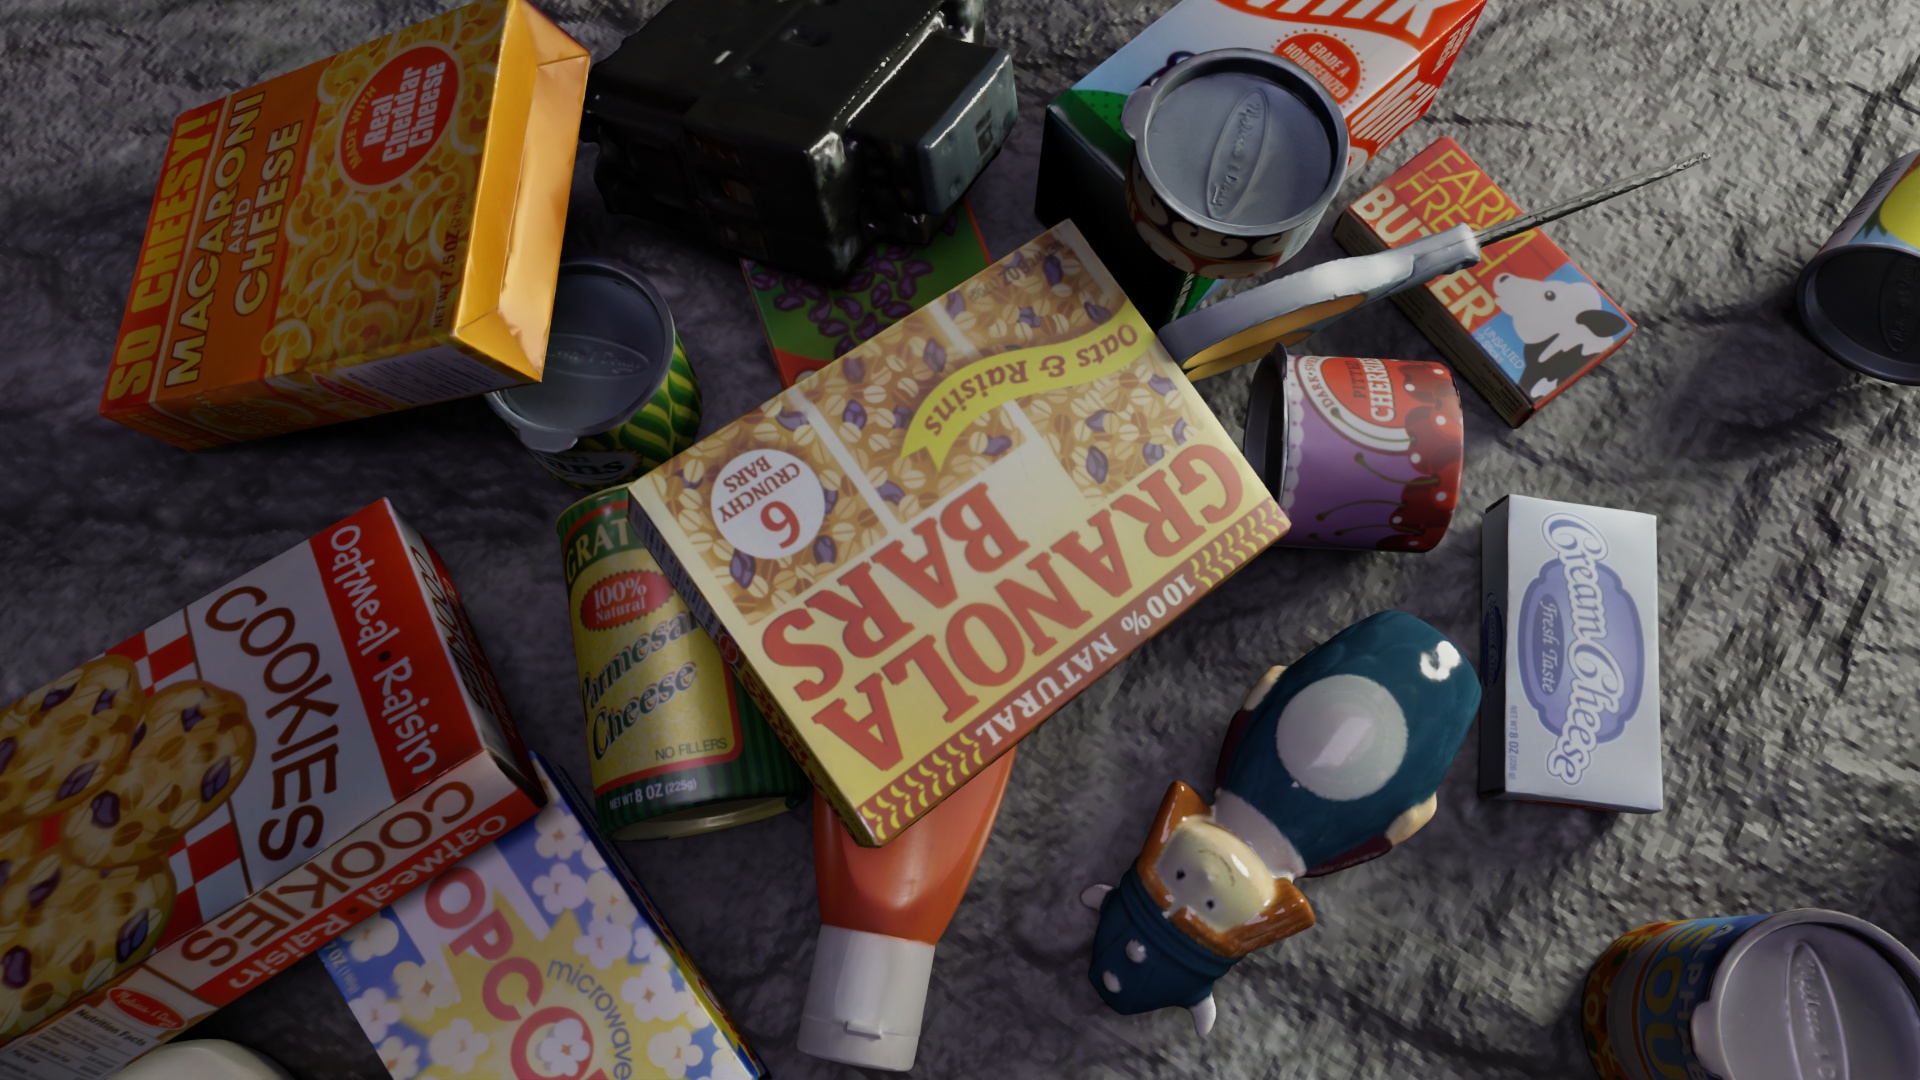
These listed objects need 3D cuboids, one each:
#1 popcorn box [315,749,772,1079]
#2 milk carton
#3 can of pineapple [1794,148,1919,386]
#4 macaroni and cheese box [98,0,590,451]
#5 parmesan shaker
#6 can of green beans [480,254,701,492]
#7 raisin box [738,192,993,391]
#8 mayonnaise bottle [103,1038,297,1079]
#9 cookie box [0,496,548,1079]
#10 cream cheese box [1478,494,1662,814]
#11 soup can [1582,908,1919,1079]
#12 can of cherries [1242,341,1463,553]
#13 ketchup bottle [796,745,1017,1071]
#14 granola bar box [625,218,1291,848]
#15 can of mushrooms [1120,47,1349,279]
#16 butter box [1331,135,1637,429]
[{"bbox_3d":[-0.130,0.140,0.427,0.085,0.038,0.127,-36,76,-12],"label":"popcorn box"},{"bbox_3d":[0.122,-0.171,0.512,0.191,0.072,0.073,-40,77,-12],"label":"milk carton"},{"bbox_3d":[0.347,-0.097,0.493,0.071,0.070,0.058,41,76,11],"label":"can of pineapple"},{"bbox_3d":[-0.207,-0.102,0.468,0.166,0.040,0.124,-7,69,27],"label":"macaroni and cheese box"},{"bbox_3d":[-0.087,0.038,0.445,0.071,0.071,0.103,-12,73,-4],"label":"parmesan shaker"},{"bbox_3d":[-0.127,-0.056,0.480,0.071,0.057,0.071,0,72,0],"label":"can of green beans"},{"bbox_3d":[-0.018,-0.054,0.491,0.086,0.040,0.123,-18,74,-7],"label":"raisin box"},{"bbox_3d":[-0.239,0.178,0.413,0.148,0.041,0.065,5,69,0],"label":"mayonnaise bottle"},{"bbox_3d":[-0.226,0.075,0.425,0.168,0.040,0.123,-32,51,-10],"label":"cookie box"},{"bbox_3d":[0.206,0.038,0.471,0.053,0.024,0.104,7,72,0],"label":"cream cheese box"},{"bbox_3d":[0.228,0.143,0.406,0.071,0.083,0.071,0,72,0],"label":"soup can"},{"bbox_3d":[0.130,-0.031,0.468,0.058,0.071,0.071,3,72,0],"label":"can of cherries"},{"bbox_3d":[-0.019,0.088,0.442,0.065,0.043,0.149,12,73,-3],"label":"ketchup bottle"},{"bbox_3d":[0.002,-0.005,0.427,0.166,0.039,0.124,-35,87,-20],"label":"granola bar box"},{"bbox_3d":[0.084,-0.120,0.441,0.071,0.033,0.071,0,74,-1],"label":"can of mushrooms"},{"bbox_3d":[0.192,-0.097,0.514,0.053,0.024,0.103,-35,76,-10],"label":"butter box"}]
